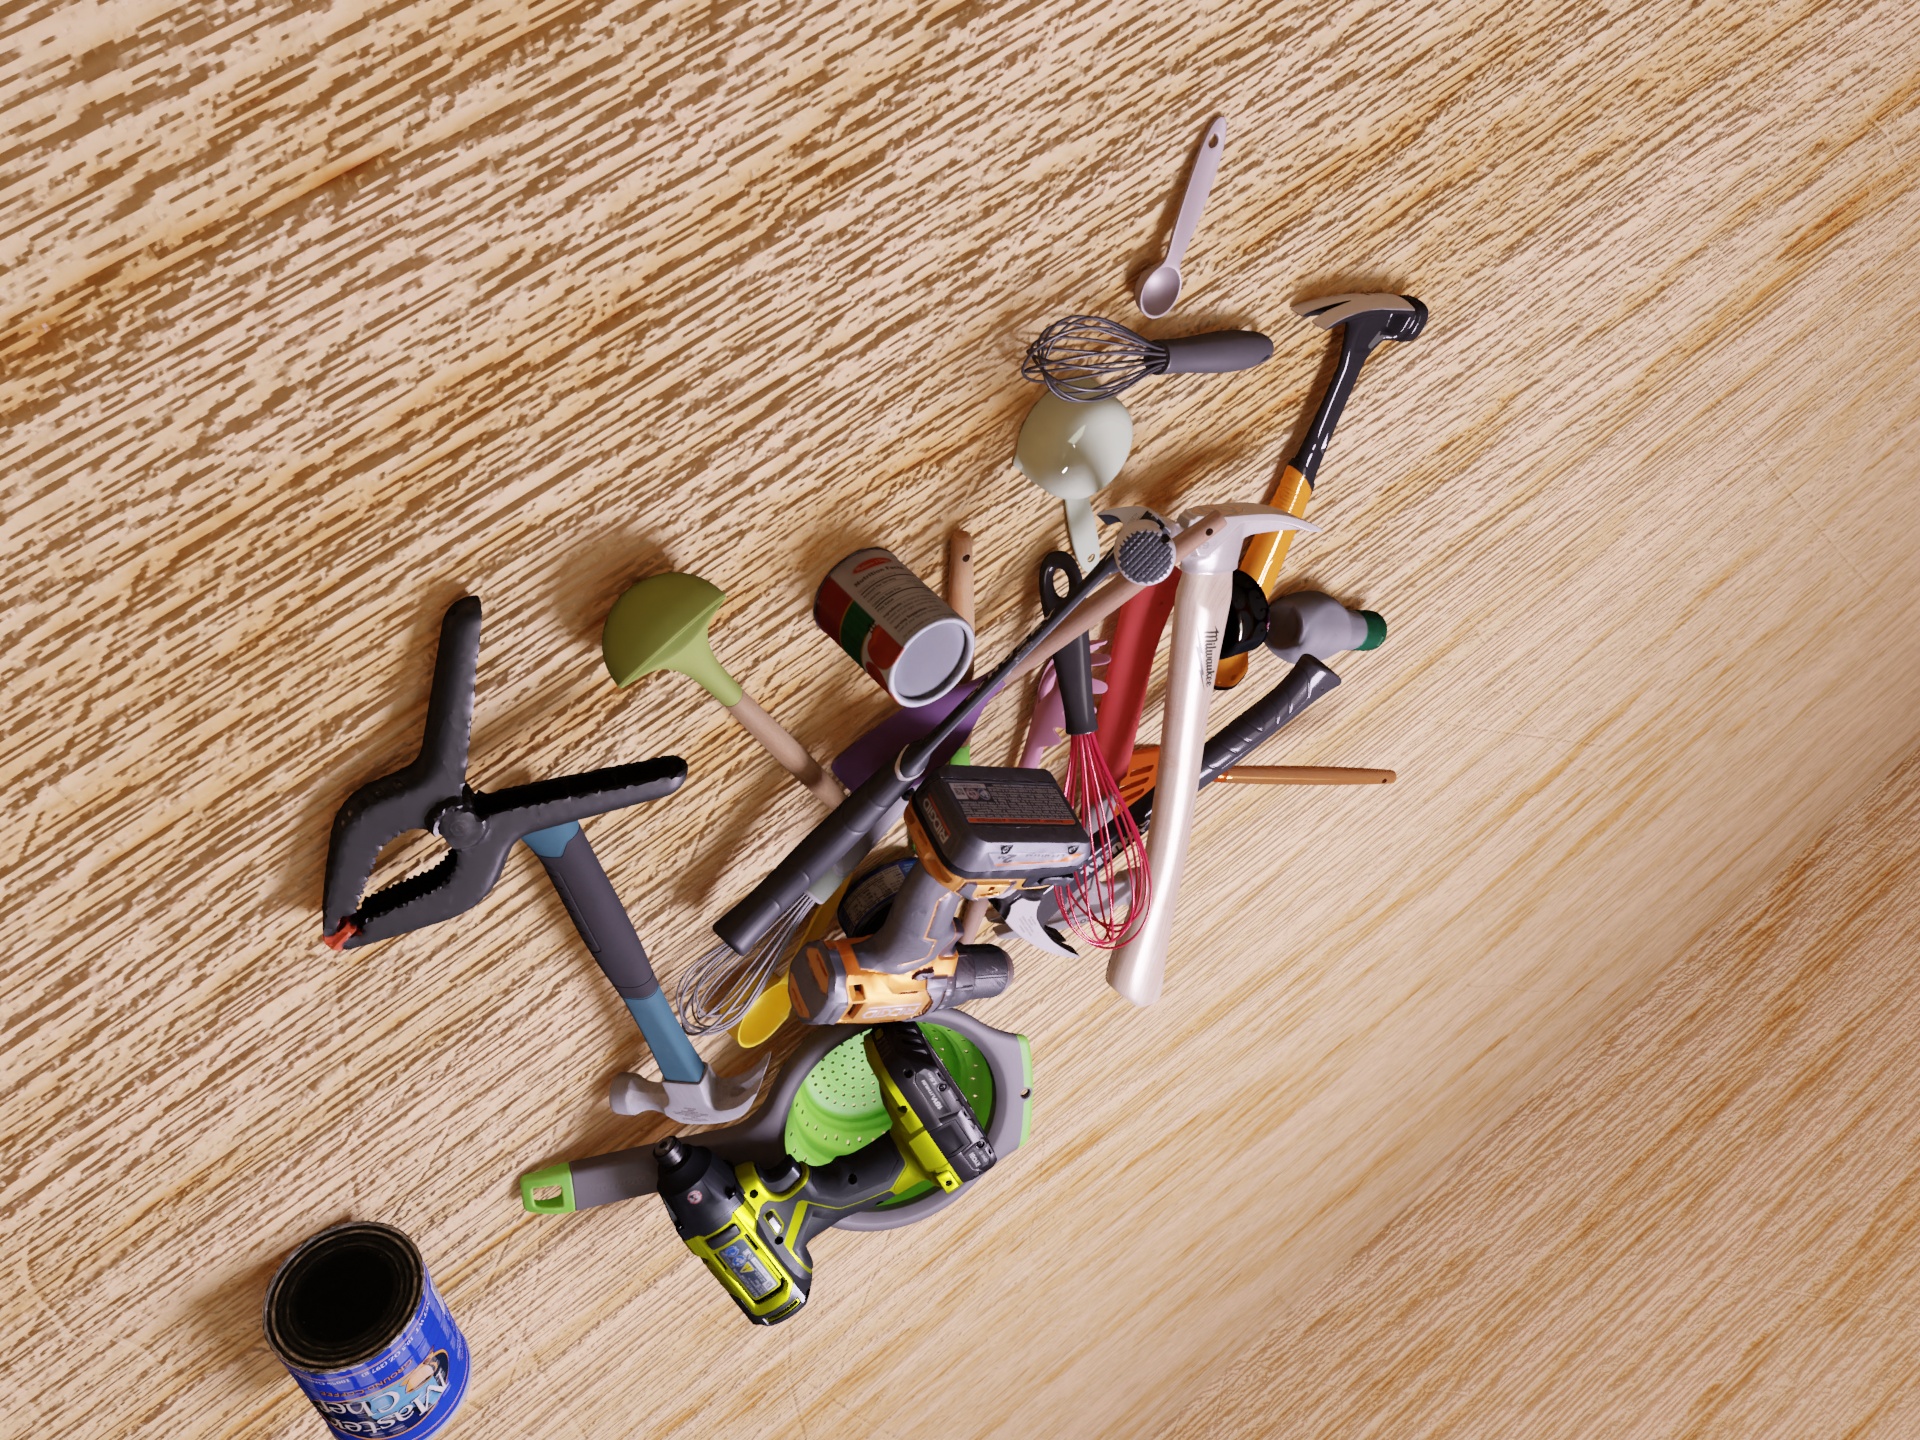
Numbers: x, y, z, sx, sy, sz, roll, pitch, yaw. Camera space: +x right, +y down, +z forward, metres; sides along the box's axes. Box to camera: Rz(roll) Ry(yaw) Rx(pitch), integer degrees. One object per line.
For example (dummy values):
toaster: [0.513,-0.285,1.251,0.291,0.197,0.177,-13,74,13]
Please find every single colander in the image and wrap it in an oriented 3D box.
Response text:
colander: [-0.143,0.306,1.243,0.397,0.095,0.204,-8,113,-18]

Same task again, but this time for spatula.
spatula: [0.049,-0.044,1.084,0.316,0.018,0.059,-36,123,8]
spatula: [0.254,0.054,1.392,0.322,0.041,0.081,1,126,-24]

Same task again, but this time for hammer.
hammer: [0.172,0.036,1.201,0.146,0.038,0.410,-8,118,-27]
hammer: [0.111,0.026,1.252,0.149,0.037,0.358,-11,131,-23]
hammer: [0.247,-0.164,1.216,0.127,0.034,0.336,-13,134,-39]
hammer: [-0.214,0.164,1.027,0.330,0.128,0.033,75,22,-43]
hammer: [-0.019,0.011,1.028,0.409,0.036,0.149,-44,-169,14]
hammer: [0.169,0.060,1.265,0.335,0.035,0.146,-38,138,-6]

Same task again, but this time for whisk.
whisk: [-0.112,0.128,1.127,0.246,0.059,0.057,-48,118,-4]
whisk: [0.128,-0.235,1.015,0.239,0.055,0.055,-16,135,-43]
whisk: [0.088,0.026,1.127,0.073,0.073,0.295,-18,106,-34]

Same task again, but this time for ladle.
ladle: [-0.123,0.004,0.983,0.078,0.062,0.319,-41,148,-3]

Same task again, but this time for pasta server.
pasta server: [0.049,0.066,1.237,0.040,0.060,0.316,10,127,-11]

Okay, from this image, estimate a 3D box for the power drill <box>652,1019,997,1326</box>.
power drill: [-0.102,0.325,1.170,0.223,0.080,0.171,-32,114,-4]

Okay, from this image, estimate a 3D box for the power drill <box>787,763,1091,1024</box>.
power drill: [0.002,0.134,1.128,0.185,0.084,0.226,4,134,-39]

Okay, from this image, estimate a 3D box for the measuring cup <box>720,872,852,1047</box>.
measuring cup: [-0.127,0.167,1.173,0.156,0.029,0.062,-60,153,0]

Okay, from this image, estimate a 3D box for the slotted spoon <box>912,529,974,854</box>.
slotted spoon: [-0.002,-0.004,1.126,0.070,0.031,0.313,-20,137,-22]

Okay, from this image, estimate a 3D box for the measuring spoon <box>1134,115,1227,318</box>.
measuring spoon: [0.134,-0.309,0.976,0.034,0.018,0.124,-1,119,-43]

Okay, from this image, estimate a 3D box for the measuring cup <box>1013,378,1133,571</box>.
measuring cup: [0.086,-0.150,1.057,0.083,0.038,0.167,-36,142,-15]
